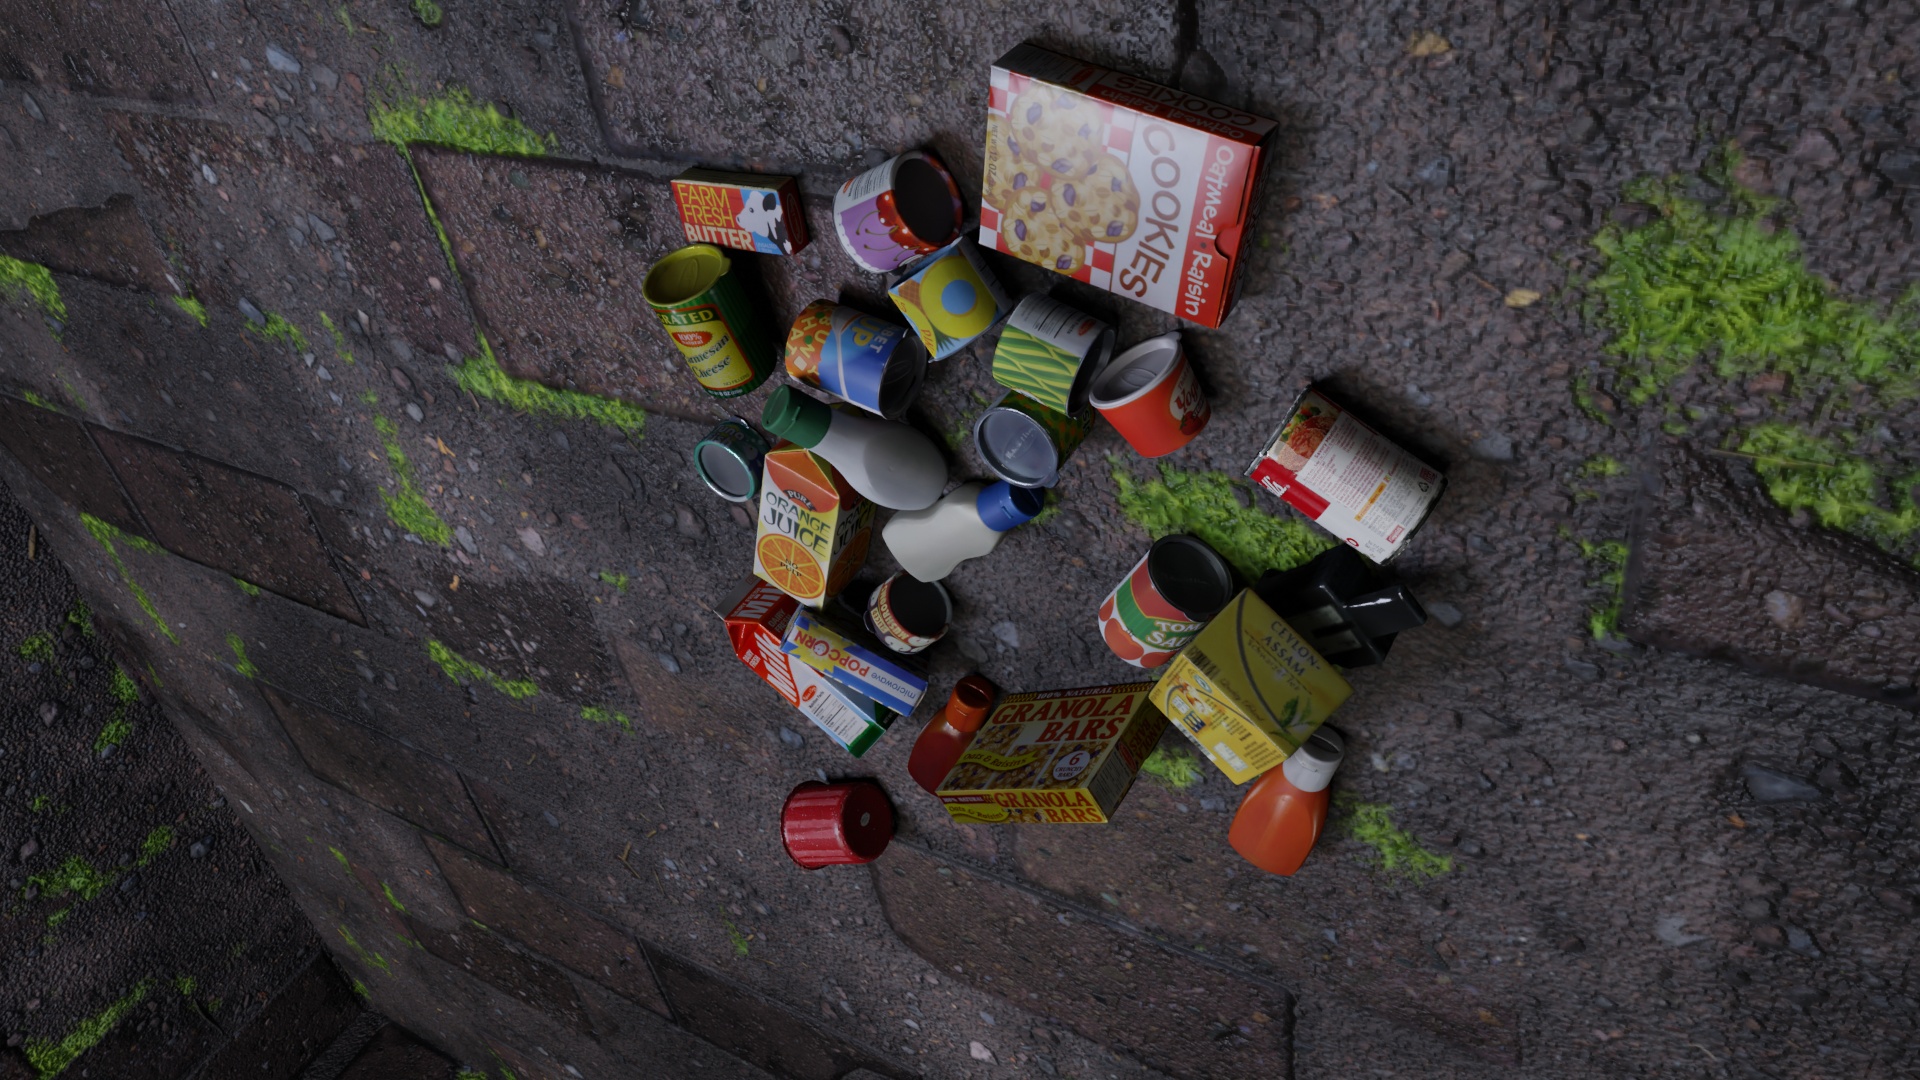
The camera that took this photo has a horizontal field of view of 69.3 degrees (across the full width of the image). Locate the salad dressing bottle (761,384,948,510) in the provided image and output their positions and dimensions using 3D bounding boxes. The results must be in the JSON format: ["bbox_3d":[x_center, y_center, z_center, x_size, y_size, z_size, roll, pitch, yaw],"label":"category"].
[{"bbox_3d":[-0.077,-0.070,1.036,0.147,0.064,0.044,26,174,-34],"label":"salad dressing bottle"}]

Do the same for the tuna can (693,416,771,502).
[{"bbox_3d":[-0.195,-0.070,1.195,0.071,0.033,0.070,22,137,22],"label":"tuna can"}]

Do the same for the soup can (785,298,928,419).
[{"bbox_3d":[-0.075,-0.136,1.012,0.084,0.072,0.071,24,138,21],"label":"soup can"}]

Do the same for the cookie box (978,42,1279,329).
[{"bbox_3d":[0.094,-0.210,0.826,0.167,0.040,0.122,24,138,19],"label":"cookie box"}]

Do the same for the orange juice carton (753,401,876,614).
[{"bbox_3d":[-0.113,-0.036,1.129,0.073,0.072,0.191,30,140,13],"label":"orange juice carton"}]

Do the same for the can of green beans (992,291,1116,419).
[{"bbox_3d":[0.062,-0.122,0.913,0.058,0.071,0.070,28,139,17],"label":"can of green beans"}]

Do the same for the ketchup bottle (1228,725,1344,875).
[{"bbox_3d":[0.255,0.199,1.071,0.065,0.044,0.148,27,139,15],"label":"ketchup bottle"}]

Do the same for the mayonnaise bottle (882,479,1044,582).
[{"bbox_3d":[0.004,-0.014,1.081,0.147,0.041,0.064,-24,110,47],"label":"mayonnaise bottle"}]

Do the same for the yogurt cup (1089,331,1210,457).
[{"bbox_3d":[0.125,-0.090,0.895,0.072,0.073,0.054,-12,126,44],"label":"yogurt cup"}]

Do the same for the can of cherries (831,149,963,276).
[{"bbox_3d":[-0.039,-0.213,0.912,0.058,0.072,0.071,-13,117,43],"label":"can of cherries"}]

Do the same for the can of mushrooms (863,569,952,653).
[{"bbox_3d":[-0.043,0.059,1.161,0.071,0.071,0.033,46,139,-6],"label":"can of mushrooms"}]

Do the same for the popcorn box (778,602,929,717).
[{"bbox_3d":[-0.089,0.097,1.200,0.127,0.085,0.038,29,101,-7],"label":"popcorn box"}]

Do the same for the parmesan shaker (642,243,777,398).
[{"bbox_3d":[-0.186,-0.165,1.056,0.071,0.071,0.102,13,149,30],"label":"parmesan shaker"}]

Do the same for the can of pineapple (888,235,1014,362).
[{"bbox_3d":[-0.008,-0.161,0.931,0.071,0.071,0.057,-20,111,47],"label":"can of pineapple"}]

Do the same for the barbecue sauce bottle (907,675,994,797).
[{"bbox_3d":[-0.004,0.178,1.262,0.065,0.044,0.147,32,139,11],"label":"barbecue sauce bottle"}]

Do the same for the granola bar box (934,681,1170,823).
[{"bbox_3d":[0.076,0.174,1.128,0.165,0.125,0.039,-12,118,44],"label":"granola bar box"}]

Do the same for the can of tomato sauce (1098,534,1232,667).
[{"bbox_3d":[0.146,0.046,0.998,0.071,0.071,0.082,38,141,3],"label":"can of tomato sauce"}]

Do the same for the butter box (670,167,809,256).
[{"bbox_3d":[-0.161,-0.241,1.017,0.103,0.024,0.052,13,133,29],"label":"butter box"}]

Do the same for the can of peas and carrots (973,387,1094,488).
[{"bbox_3d":[0.054,-0.078,0.966,0.071,0.059,0.070,22,137,22],"label":"can of peas and carrots"}]

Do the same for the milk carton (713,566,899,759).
[{"bbox_3d":[-0.134,0.104,1.275,0.190,0.073,0.073,40,141,0],"label":"milk carton"}]
